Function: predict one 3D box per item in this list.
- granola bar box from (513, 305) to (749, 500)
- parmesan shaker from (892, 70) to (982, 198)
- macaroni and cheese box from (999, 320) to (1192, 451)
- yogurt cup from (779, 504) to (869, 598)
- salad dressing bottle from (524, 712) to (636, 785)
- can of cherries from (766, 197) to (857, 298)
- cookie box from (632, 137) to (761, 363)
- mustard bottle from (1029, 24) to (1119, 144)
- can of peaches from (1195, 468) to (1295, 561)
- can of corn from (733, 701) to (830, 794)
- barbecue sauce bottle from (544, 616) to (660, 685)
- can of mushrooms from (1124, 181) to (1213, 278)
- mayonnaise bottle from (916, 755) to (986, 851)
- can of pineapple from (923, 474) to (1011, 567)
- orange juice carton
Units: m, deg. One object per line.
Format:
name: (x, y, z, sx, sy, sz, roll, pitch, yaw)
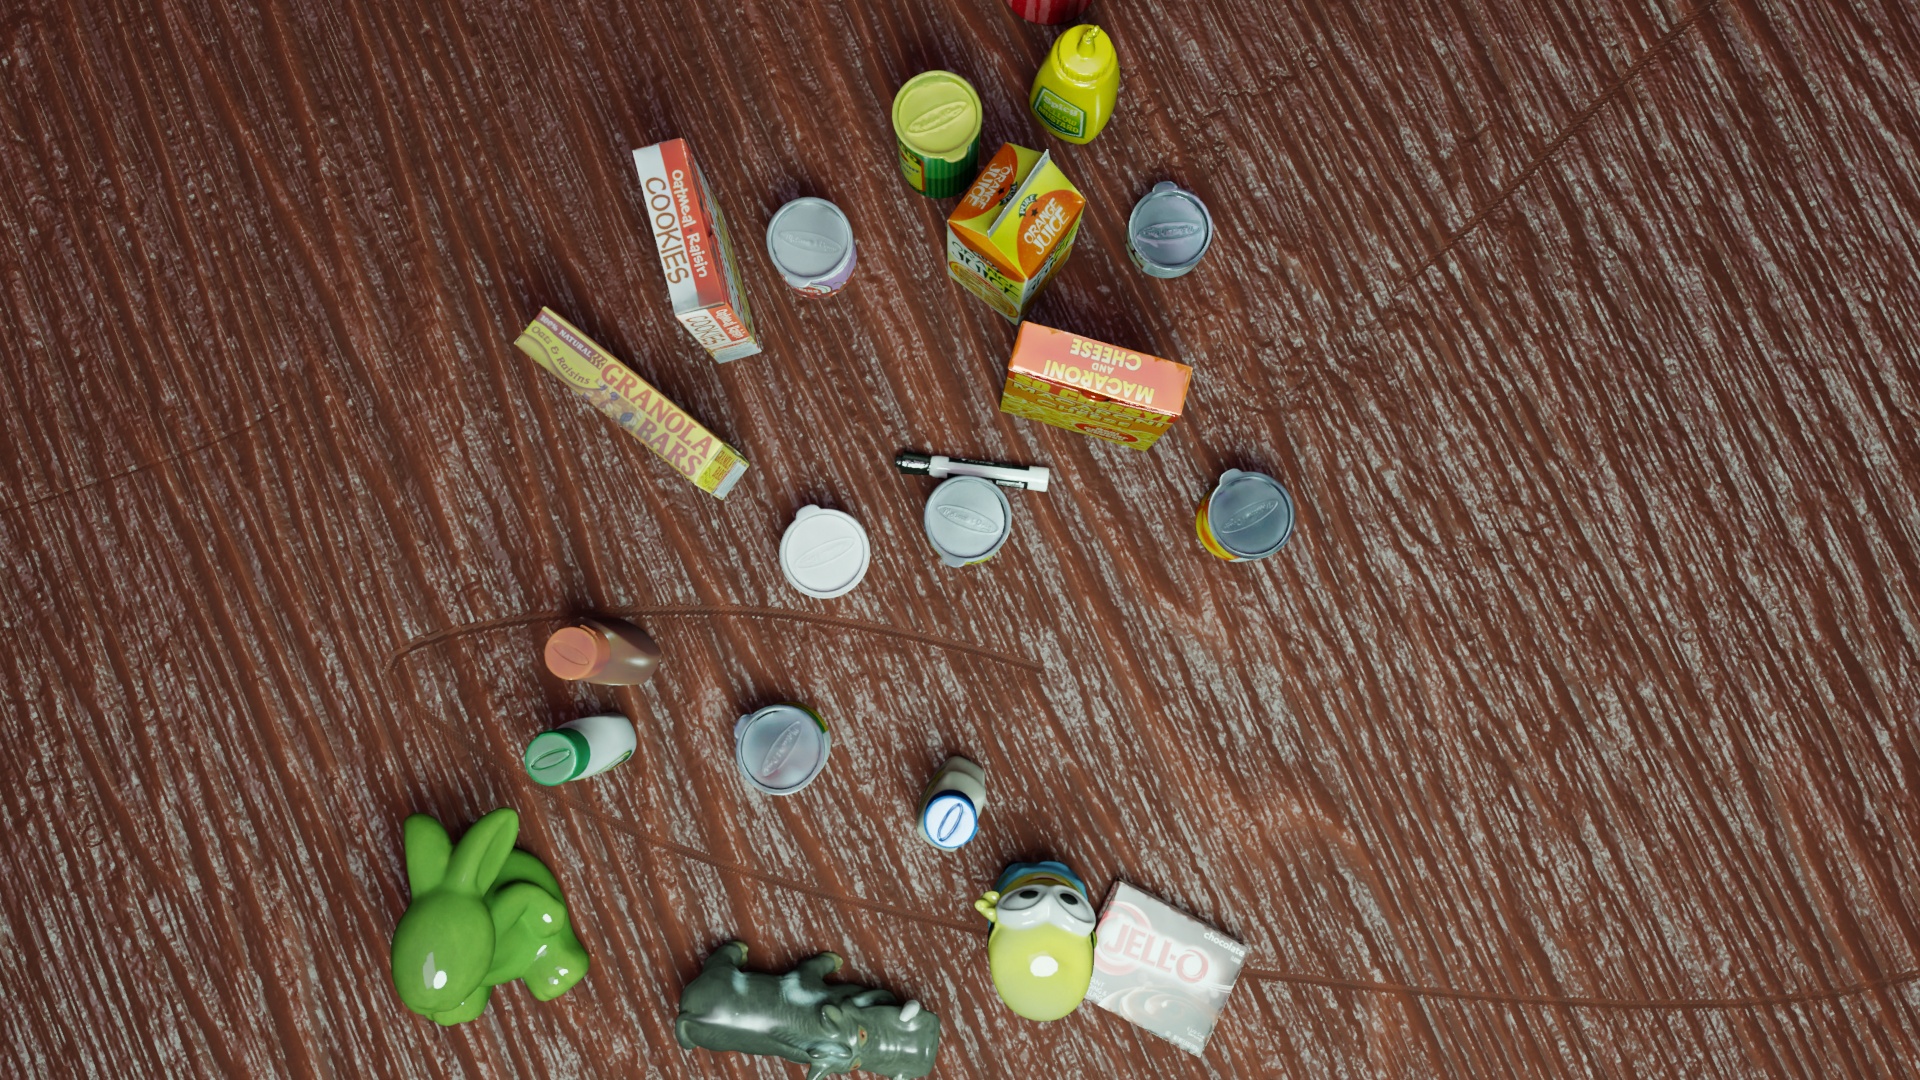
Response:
granola bar box: (-0.241, -0.100, 1.041, 0.165, 0.124, 0.039, 37, 87, 2)
parmesan shaker: (-0.016, -0.307, 1.070, 0.071, 0.103, 0.071, 0, 86, 0)
macaroni and cheese box: (0.095, -0.110, 1.023, 0.124, 0.166, 0.040, 16, 86, 1)
yogurt cup: (-0.102, 0.011, 1.068, 0.072, 0.054, 0.072, 0, 86, 0)
salad dressing bottle: (-0.277, 0.152, 1.009, 0.064, 0.147, 0.044, -21, 86, -2)
can of cherries: (-0.116, -0.225, 1.085, 0.071, 0.058, 0.071, 0, 86, 0)
cookie box: (-0.191, -0.209, 1.029, 0.040, 0.167, 0.123, -16, 86, -1)
mustard bottle: (0.088, -0.350, 1.045, 0.065, 0.160, 0.049, 31, 86, 2)
can of peaches: (0.217, -0.019, 1.071, 0.071, 0.058, 0.071, 0, 86, 0)
can of corn: (-0.135, 0.155, 1.054, 0.071, 0.058, 0.071, 0, 86, 0)
barbecue sauce bottle: (-0.264, 0.081, 1.014, 0.065, 0.148, 0.043, 30, 86, 2)
can of mushrooms: (0.164, -0.245, 1.101, 0.071, 0.033, 0.071, 0, 86, 0)
mayonnaise bottle: (-0.007, 0.194, 1.007, 0.041, 0.148, 0.065, 30, 86, 2)
can of pineapple: (0.004, -0.013, 1.069, 0.071, 0.058, 0.071, 0, 86, 0)
orange juice carton: (0.038, -0.226, 1.019, 0.073, 0.192, 0.072, 37, 87, 2)
